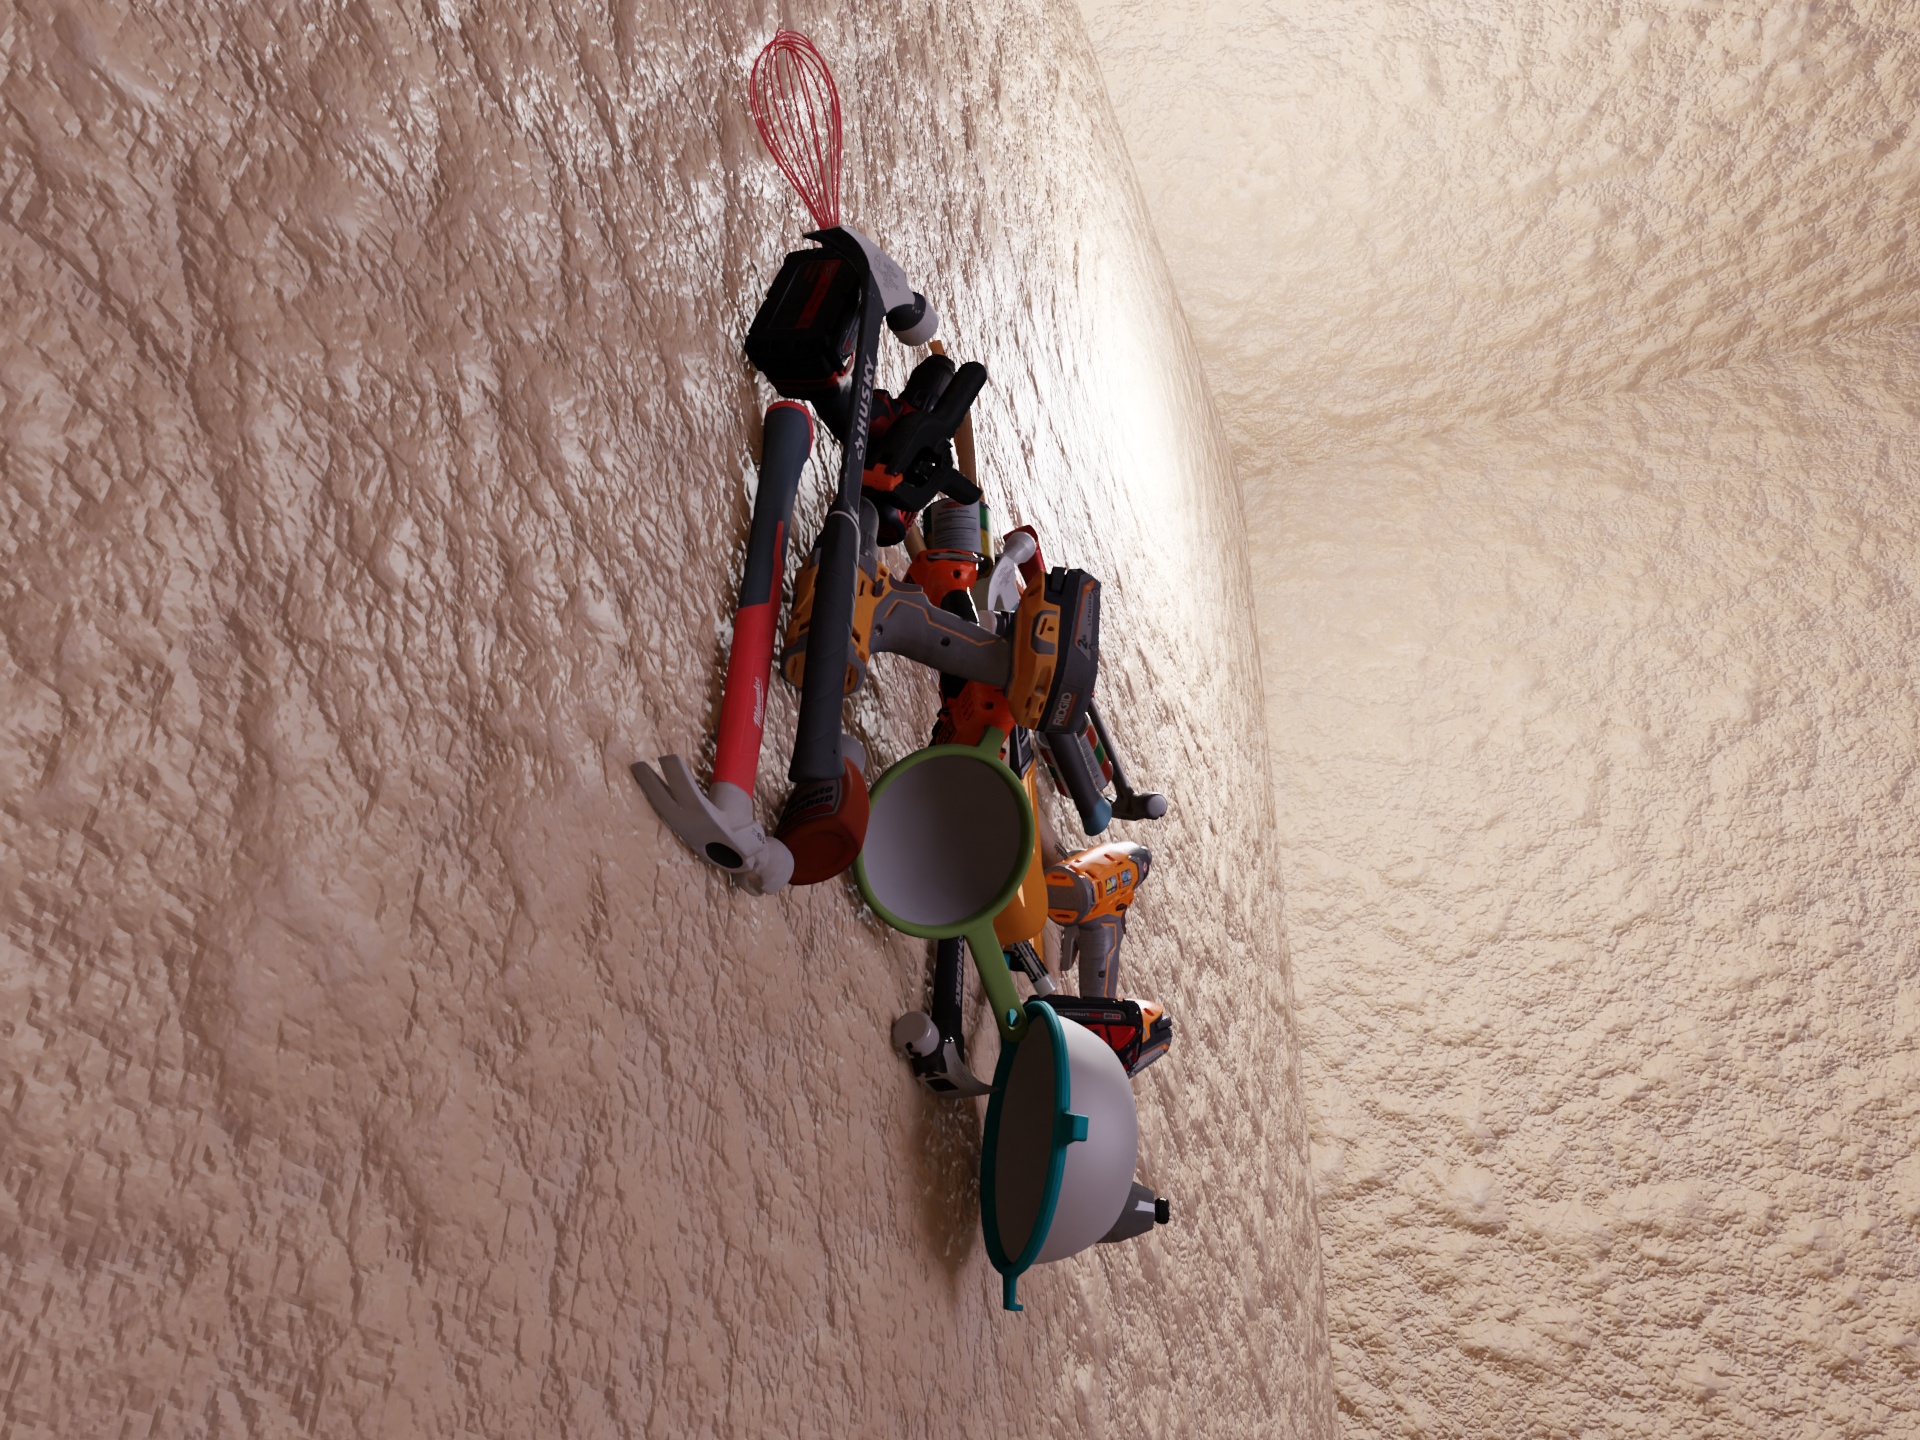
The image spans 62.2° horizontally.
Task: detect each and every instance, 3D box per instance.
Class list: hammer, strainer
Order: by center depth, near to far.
[{"bbox_3d":[-0.143,-0.083,1.066,0.143,0.038,0.387,55,29,-48],"label":"hammer"},{"bbox_3d":[-0.079,-0.150,1.088,0.149,0.036,0.409,39,51,-56],"label":"hammer"},{"bbox_3d":[-0.006,0.134,1.239,0.069,0.151,0.256,22,-45,63],"label":"strainer"},{"bbox_3d":[0.082,0.304,1.312,0.341,0.095,0.211,-99,-158,-62],"label":"strainer"},{"bbox_3d":[-0.004,0.159,1.348,0.146,0.035,0.335,58,27,-45],"label":"hammer"},{"bbox_3d":[0.061,0.066,1.492,0.127,0.034,0.337,0,89,-50],"label":"hammer"},{"bbox_3d":[0.060,0.086,1.581,0.410,0.038,0.146,61,27,-43],"label":"hammer"},{"bbox_3d":[0.089,-0.021,1.642,0.128,0.033,0.330,-50,126,-40],"label":"hammer"},{"bbox_3d":[0.128,-0.051,1.811,0.359,0.036,0.149,66,-19,-11],"label":"hammer"}]

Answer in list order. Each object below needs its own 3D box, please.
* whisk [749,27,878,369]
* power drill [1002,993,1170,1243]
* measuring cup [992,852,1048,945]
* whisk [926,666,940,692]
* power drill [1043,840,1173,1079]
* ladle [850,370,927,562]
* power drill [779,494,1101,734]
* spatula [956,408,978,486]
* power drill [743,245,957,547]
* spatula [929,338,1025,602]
[{"bbox_3d":[-0.114,-0.427,1.338,0.073,0.073,0.295,-76,156,-53],"label":"whisk"},{"bbox_3d":[0.110,0.354,1.399,0.220,0.143,0.078,-85,176,-45],"label":"power drill"},{"bbox_3d":[0.057,0.158,1.385,0.173,0.052,0.095,37,44,-60],"label":"measuring cup"},{"bbox_3d":[-0.002,-0.004,1.387,0.059,0.058,0.247,96,-13,-63],"label":"whisk"},{"bbox_3d":[0.155,0.236,1.614,0.164,0.084,0.226,-18,104,-51],"label":"power drill"},{"bbox_3d":[-0.064,-0.207,1.402,0.069,0.031,0.315,-73,149,-44],"label":"ladle"},{"bbox_3d":[-0.013,-0.085,1.191,0.084,0.226,0.186,105,-7,-48],"label":"power drill"},{"bbox_3d":[0.008,-0.221,1.505,0.315,0.018,0.060,83,2,-72],"label":"spatula"},{"bbox_3d":[-0.070,-0.275,1.278,0.226,0.080,0.188,59,44,-51],"label":"power drill"},{"bbox_3d":[0.024,-0.239,1.659,0.081,0.041,0.322,-34,110,-62],"label":"spatula"}]
